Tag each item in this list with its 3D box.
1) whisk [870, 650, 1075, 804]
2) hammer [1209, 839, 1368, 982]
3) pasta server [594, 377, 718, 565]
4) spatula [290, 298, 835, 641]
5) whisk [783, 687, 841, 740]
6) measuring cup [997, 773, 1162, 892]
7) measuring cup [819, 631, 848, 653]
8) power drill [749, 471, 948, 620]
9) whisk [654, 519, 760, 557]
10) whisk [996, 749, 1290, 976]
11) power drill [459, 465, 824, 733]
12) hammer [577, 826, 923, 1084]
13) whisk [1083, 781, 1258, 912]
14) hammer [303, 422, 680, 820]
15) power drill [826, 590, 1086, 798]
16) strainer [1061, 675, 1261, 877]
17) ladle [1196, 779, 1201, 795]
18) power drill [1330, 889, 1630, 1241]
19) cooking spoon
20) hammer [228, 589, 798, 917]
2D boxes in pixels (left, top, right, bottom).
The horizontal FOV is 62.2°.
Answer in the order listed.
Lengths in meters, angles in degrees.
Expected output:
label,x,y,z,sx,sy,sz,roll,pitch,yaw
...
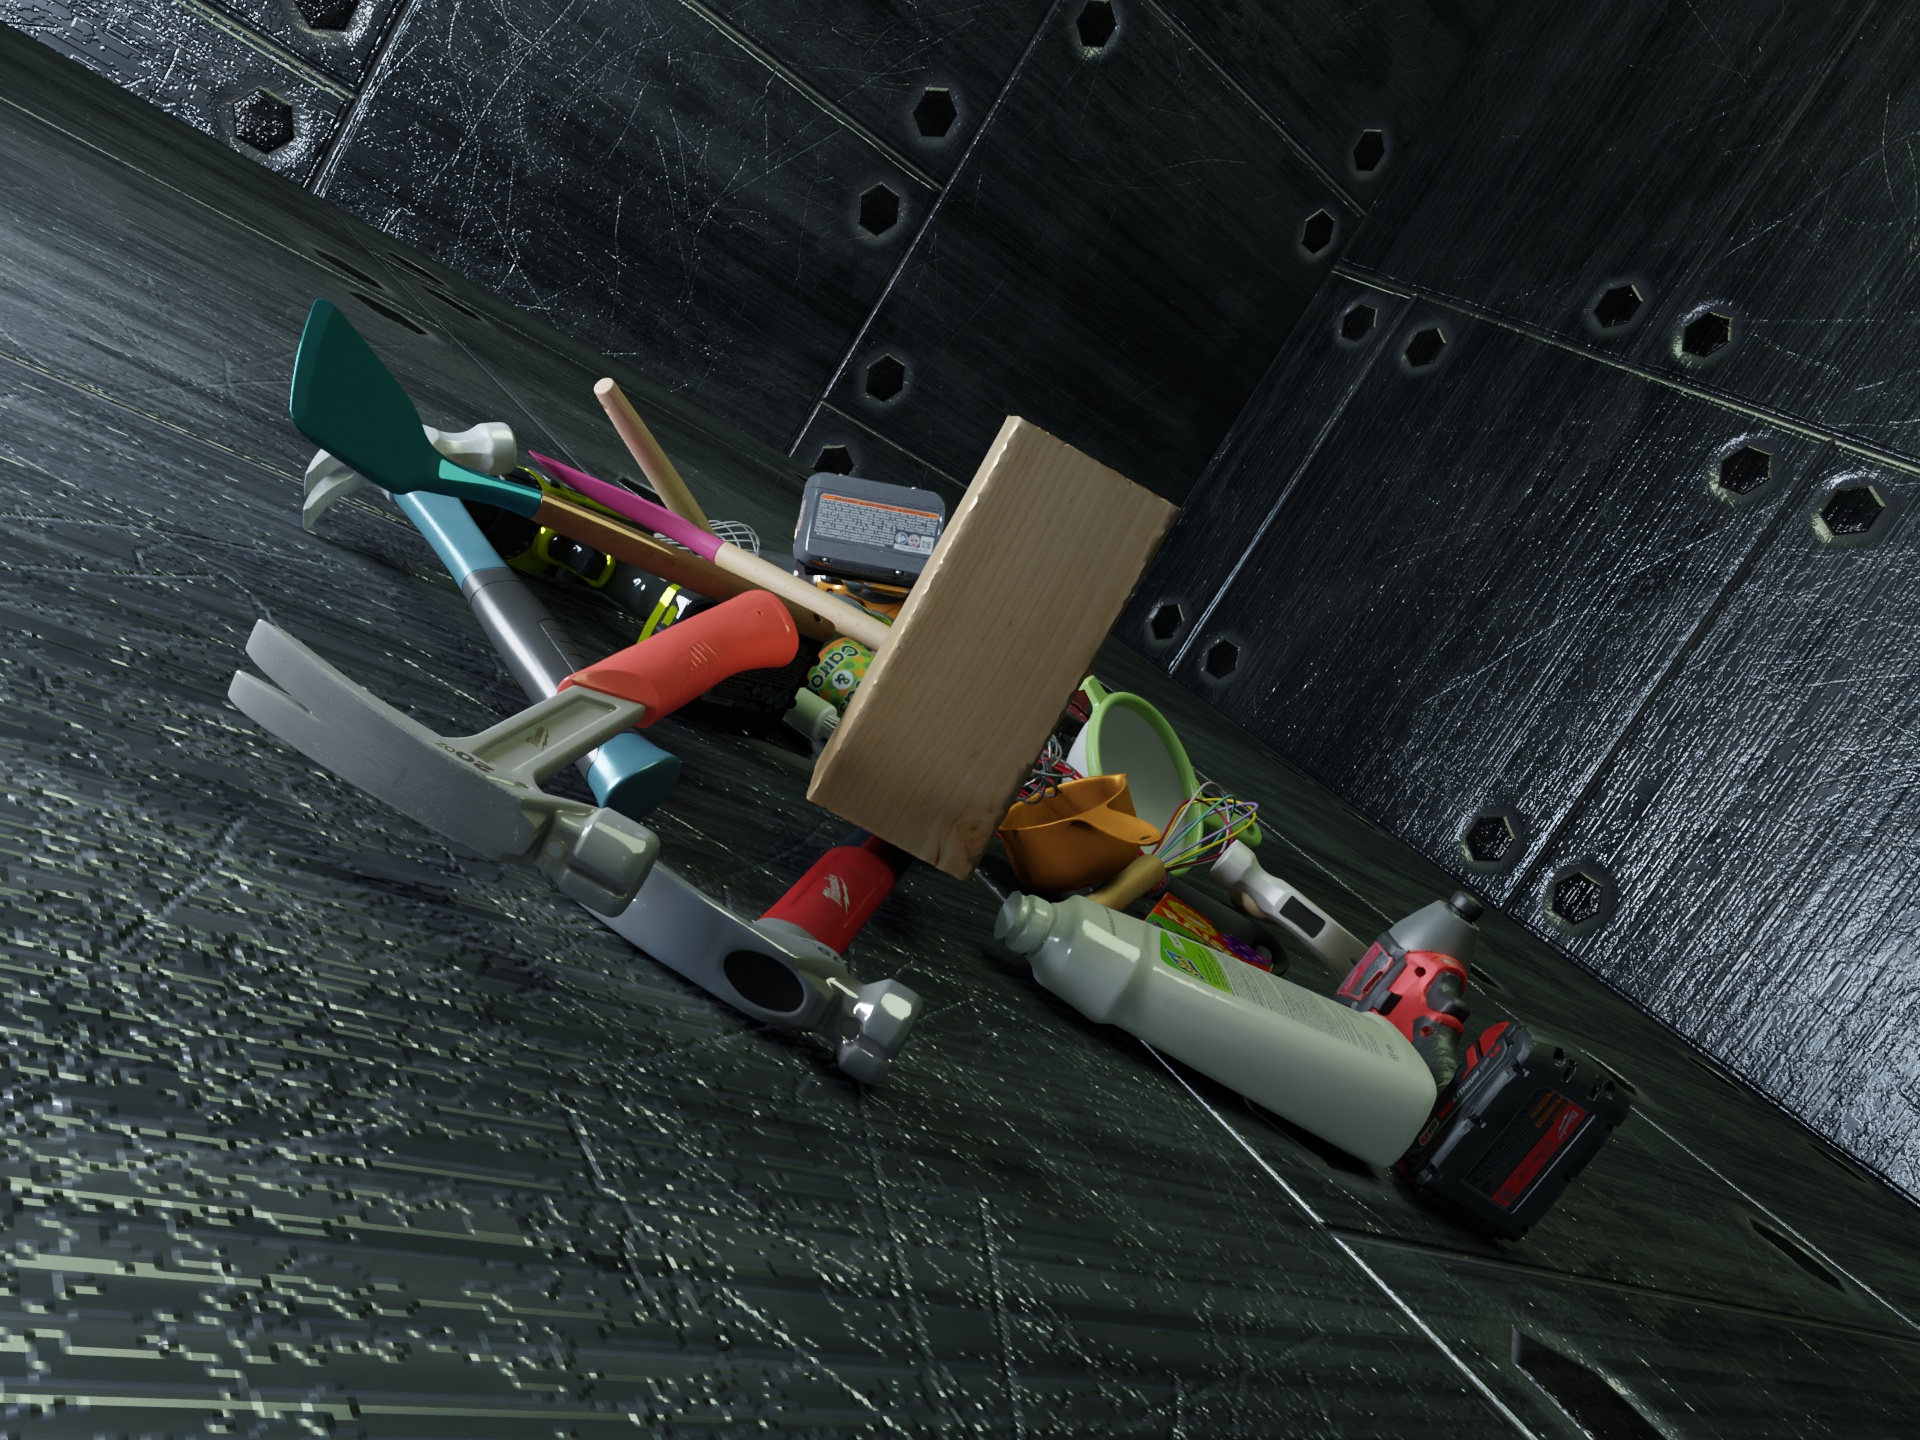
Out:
label,x,y,z,sx,sy,sz,roll,pitch,yaw
whisk,-0.001,-0.004,1.083,0.055,0.055,0.239,25,7,-39
hammer,0.239,0.144,1.212,0.130,0.031,0.331,39,0,7
pasta server,-0.161,-0.118,1.072,0.060,0.040,0.315,27,-21,34
spatula,-0.188,-0.104,0.810,0.317,0.044,0.082,23,47,-34
whisk,-0.080,0.005,1.016,0.246,0.057,0.059,31,38,21
measuring cup,0.086,0.079,0.976,0.174,0.095,0.052,17,-52,69
measuring cup,-0.098,-0.032,1.132,0.038,0.083,0.167,20,-14,28
power drill,-0.101,-0.136,1.353,0.185,0.084,0.226,10,-12,-2
whisk,-0.232,-0.127,1.202,0.070,0.070,0.284,35,15,21
whisk,0.126,0.107,1.131,0.295,0.073,0.073,34,8,-20
power drill,-0.211,-0.086,0.967,0.229,0.080,0.190,33,8,25
hammer,-0.062,0.065,0.766,0.143,0.038,0.386,31,9,3
whisk,0.135,0.093,1.071,0.047,0.051,0.245,41,33,17
hammer,-0.228,-0.061,0.791,0.128,0.033,0.331,-11,42,-36
power drill,-0.013,-0.023,1.299,0.223,0.080,0.171,32,4,18
strainer,0.155,0.072,1.283,0.256,0.069,0.152,24,53,-47
ladle,0.138,0.066,1.397,0.078,0.062,0.320,37,12,21
power drill,0.296,0.194,0.956,0.078,0.143,0.220,33,11,-14
cooking spoon,-0.119,-0.086,0.933,0.319,0.017,0.068,28,5,12
hammer,-0.145,-0.019,0.677,0.149,0.036,0.359,30,15,1
